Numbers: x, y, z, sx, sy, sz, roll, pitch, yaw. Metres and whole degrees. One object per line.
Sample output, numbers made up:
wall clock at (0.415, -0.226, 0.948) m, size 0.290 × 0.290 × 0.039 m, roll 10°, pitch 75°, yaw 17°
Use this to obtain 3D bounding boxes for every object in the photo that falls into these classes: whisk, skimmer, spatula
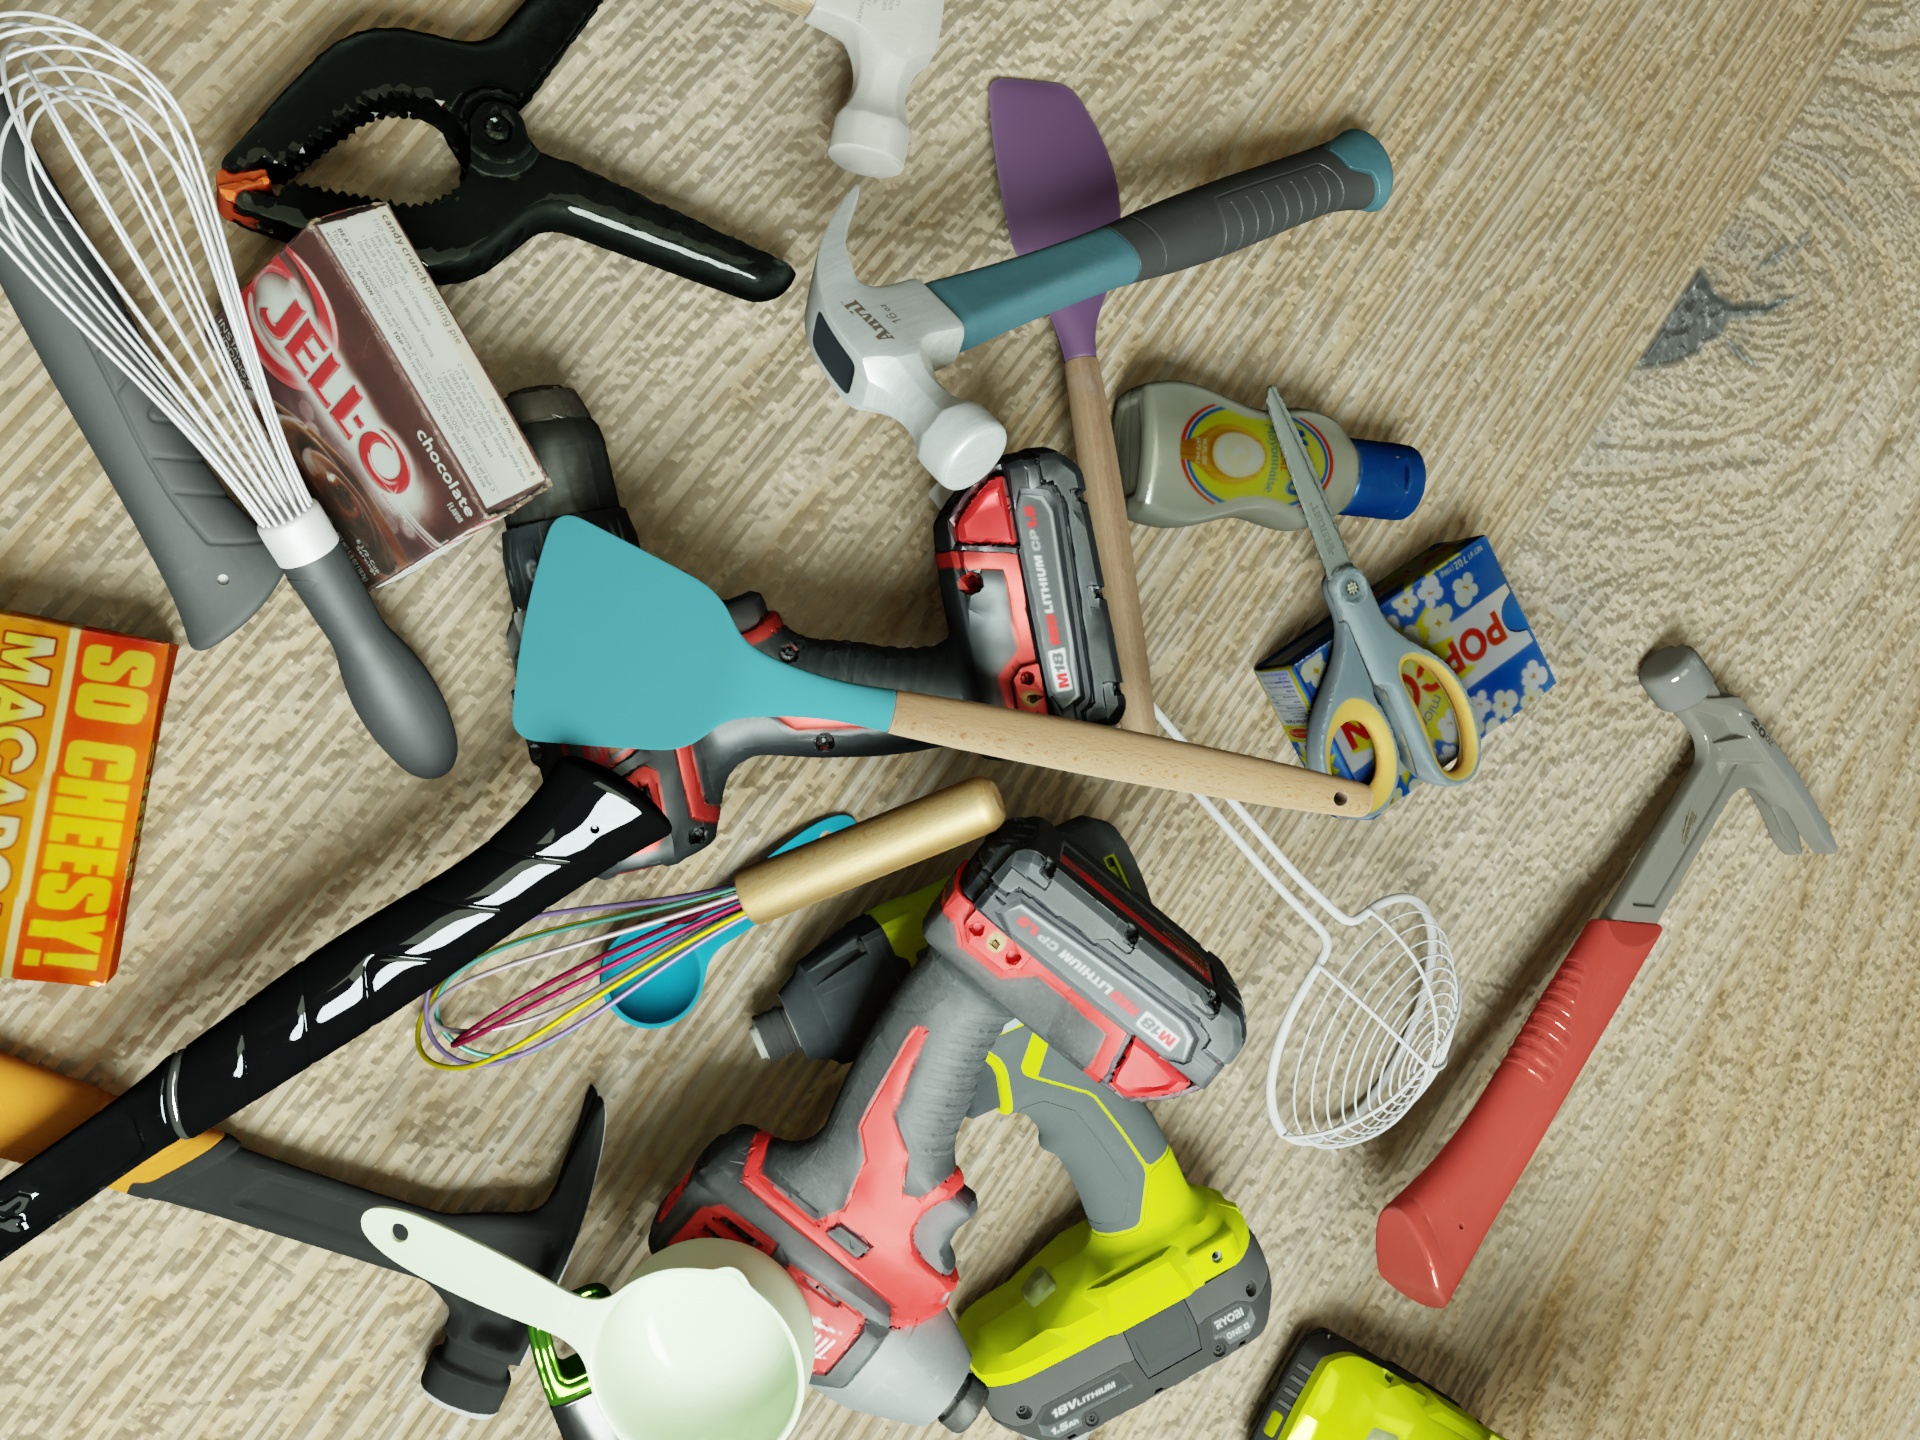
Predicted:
whisk at (-0.096, 0.077, 0.585) m, size 0.245 × 0.047 × 0.051 m, roll -22°, pitch 106°, yaw 12°
skimmer at (0.100, 0.040, 0.723) m, size 0.127 × 0.090 × 0.363 m, roll -42°, pitch 94°, yaw -22°
spatula at (0.058, -0.130, 0.683) m, size 0.059 × 0.018 × 0.316 m, roll -4°, pitch 80°, yaw -24°
whisk at (-0.240, -0.090, 0.533) m, size 0.070 × 0.070 × 0.284 m, roll -31°, pitch 127°, yaw -18°
spatula at (-0.001, -0.002, 0.580) m, size 0.317 × 0.044 × 0.082 m, roll 11°, pitch 95°, yaw -10°

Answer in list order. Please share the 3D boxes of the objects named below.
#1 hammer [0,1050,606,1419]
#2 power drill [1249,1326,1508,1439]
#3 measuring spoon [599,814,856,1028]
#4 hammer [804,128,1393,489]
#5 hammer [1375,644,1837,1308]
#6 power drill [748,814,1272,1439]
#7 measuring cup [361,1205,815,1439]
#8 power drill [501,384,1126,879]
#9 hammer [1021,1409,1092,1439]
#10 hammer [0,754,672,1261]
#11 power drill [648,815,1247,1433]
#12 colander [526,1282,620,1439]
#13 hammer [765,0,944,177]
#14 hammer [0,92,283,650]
hammer at (-0.298, 0.143, 0.566) m, size 0.336 × 0.034 × 0.127 m, roll 25°, pitch 83°, yaw -20°
power drill at (0.222, 0.343, 0.666) m, size 0.190 × 0.228 × 0.080 m, roll 35°, pitch 79°, yaw -18°
measuring spoon at (-0.095, 0.079, 0.657) m, size 0.128 × 0.021 × 0.042 m, roll -37°, pitch 99°, yaw -26°
hammer at (0.074, -0.195, 0.660) m, size 0.331 × 0.033 × 0.128 m, roll -29°, pitch 66°, yaw -34°
hammer at (0.312, 0.133, 0.774) m, size 0.149 × 0.037 × 0.359 m, roll 48°, pitch 65°, yaw -15°
power drill at (0.025, 0.173, 0.671) m, size 0.171 × 0.080 × 0.223 m, roll -24°, pitch 96°, yaw -12°
measuring cup at (-0.129, 0.203, 0.561) m, size 0.167 × 0.038 × 0.083 m, roll 22°, pitch 100°, yaw 6°
power drill at (-0.064, -0.050, 0.618) m, size 0.226 × 0.080 × 0.188 m, roll -12°, pitch 95°, yaw -6°
hammer at (-0.112, 0.385, 0.640) m, size 0.386 × 0.038 × 0.143 m, roll -8°, pitch 95°, yaw -21°
hammer at (-0.275, 0.142, 0.533) m, size 0.409 × 0.036 × 0.149 m, roll -35°, pitch 107°, yaw -10°
power drill at (0.000, 0.157, 0.591) m, size 0.143 × 0.078 × 0.219 m, roll 39°, pitch 98°, yaw 1°
colander at (-0.075, 0.399, 0.584) m, size 0.204 × 0.094 × 0.397 m, roll -21°, pitch 101°, yaw -19°
hammer at (-0.159, -0.315, 0.578) m, size 0.331 × 0.031 × 0.130 m, roll 13°, pitch 88°, yaw -23°
hammer at (-0.322, -0.177, 0.522) m, size 0.146 × 0.035 × 0.334 m, roll -29°, pitch 111°, yaw -20°
